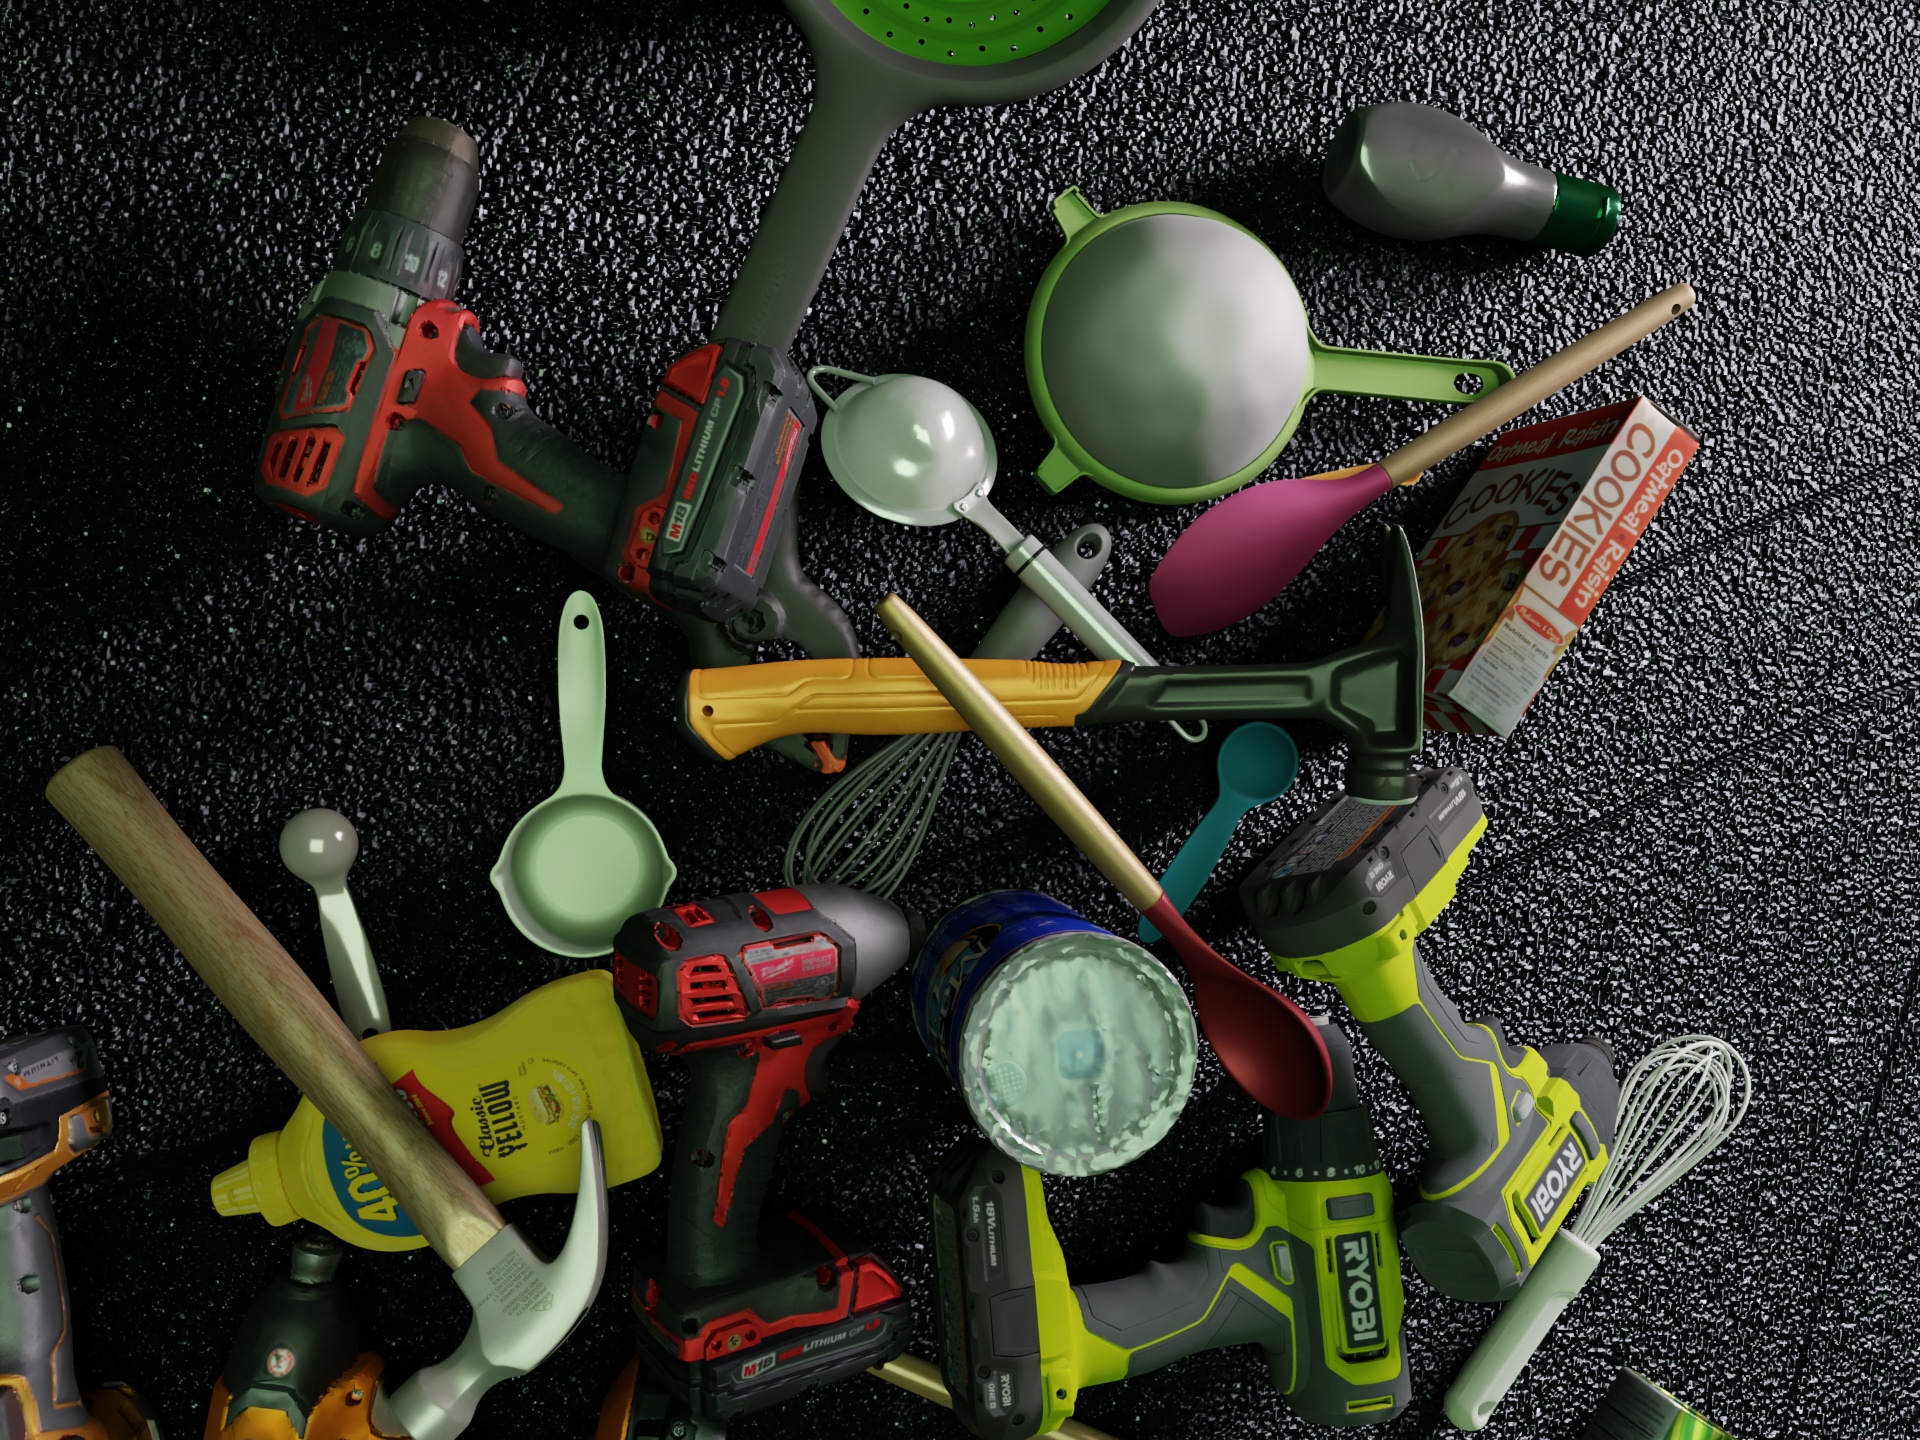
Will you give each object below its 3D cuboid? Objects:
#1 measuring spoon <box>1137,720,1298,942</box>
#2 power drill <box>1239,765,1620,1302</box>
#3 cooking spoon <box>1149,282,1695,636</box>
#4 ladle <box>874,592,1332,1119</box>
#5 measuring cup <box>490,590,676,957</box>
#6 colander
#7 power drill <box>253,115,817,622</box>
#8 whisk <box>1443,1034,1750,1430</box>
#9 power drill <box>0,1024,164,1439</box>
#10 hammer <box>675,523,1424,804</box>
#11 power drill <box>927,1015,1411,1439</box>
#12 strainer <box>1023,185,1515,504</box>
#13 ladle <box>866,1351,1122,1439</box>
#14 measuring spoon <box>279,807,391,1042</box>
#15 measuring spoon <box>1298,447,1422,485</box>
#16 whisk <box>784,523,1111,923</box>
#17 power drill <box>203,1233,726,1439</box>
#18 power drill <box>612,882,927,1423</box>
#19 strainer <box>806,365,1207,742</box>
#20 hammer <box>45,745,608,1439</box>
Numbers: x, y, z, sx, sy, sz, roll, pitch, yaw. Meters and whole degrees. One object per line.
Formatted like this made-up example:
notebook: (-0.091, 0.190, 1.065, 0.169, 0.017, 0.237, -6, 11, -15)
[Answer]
measuring spoon: (0.125, 0.056, 0.809, 0.042, 0.021, 0.128, 31, 95, -10)
power drill: (0.244, 0.143, 0.785, 0.171, 0.080, 0.223, -36, 100, -37)
cooking spoon: (0.234, -0.135, 0.798, 0.319, 0.017, 0.068, -31, 125, -4)
ladle: (0.067, 0.063, 0.711, 0.315, 0.069, 0.031, 49, 55, -15)
measuring cup: (-0.175, 0.024, 0.740, 0.083, 0.038, 0.167, -1, 90, -10)
colander: (-0.034, -0.315, 0.740, 0.204, 0.094, 0.397, 25, 105, -10)
power drill: (-0.182, -0.152, 0.697, 0.227, 0.080, 0.188, 17, 87, 6)
whisk: (0.331, 0.269, 0.836, 0.057, 0.059, 0.246, 35, 89, -37)
power drill: (-0.392, 0.250, 0.634, 0.084, 0.185, 0.226, -11, 90, -8)
hammer: (0.040, -0.020, 0.720, 0.337, 0.034, 0.127, -2, 99, 0)
power drill: (0.105, 0.249, 0.775, 0.228, 0.080, 0.190, -3, 82, -14)
strainer: (0.162, -0.179, 0.778, 0.256, 0.069, 0.151, 4, 91, -9)
ladle: (0.092, 0.373, 0.803, 0.320, 0.062, 0.078, 24, 88, -3)
measuring spoon: (-0.284, 0.101, 0.731, 0.034, 0.018, 0.124, -15, 95, -10)
measuring spoon: (0.182, -0.116, 0.816, 0.117, 0.011, 0.021, -18, 94, -6)
whisk: (0.000, -0.002, 0.767, 0.055, 0.055, 0.239, 40, 80, -9)
power drill: (-0.223, 0.327, 0.719, 0.226, 0.084, 0.164, 11, 89, -7)
power drill: (-0.080, 0.181, 0.711, 0.143, 0.079, 0.219, -6, 103, -34)
strainer: (0.026, -0.085, 0.749, 0.258, 0.050, 0.087, 46, 62, 0)
hammer: (-0.276, 0.138, 0.682, 0.130, 0.031, 0.331, -41, 82, -13)
